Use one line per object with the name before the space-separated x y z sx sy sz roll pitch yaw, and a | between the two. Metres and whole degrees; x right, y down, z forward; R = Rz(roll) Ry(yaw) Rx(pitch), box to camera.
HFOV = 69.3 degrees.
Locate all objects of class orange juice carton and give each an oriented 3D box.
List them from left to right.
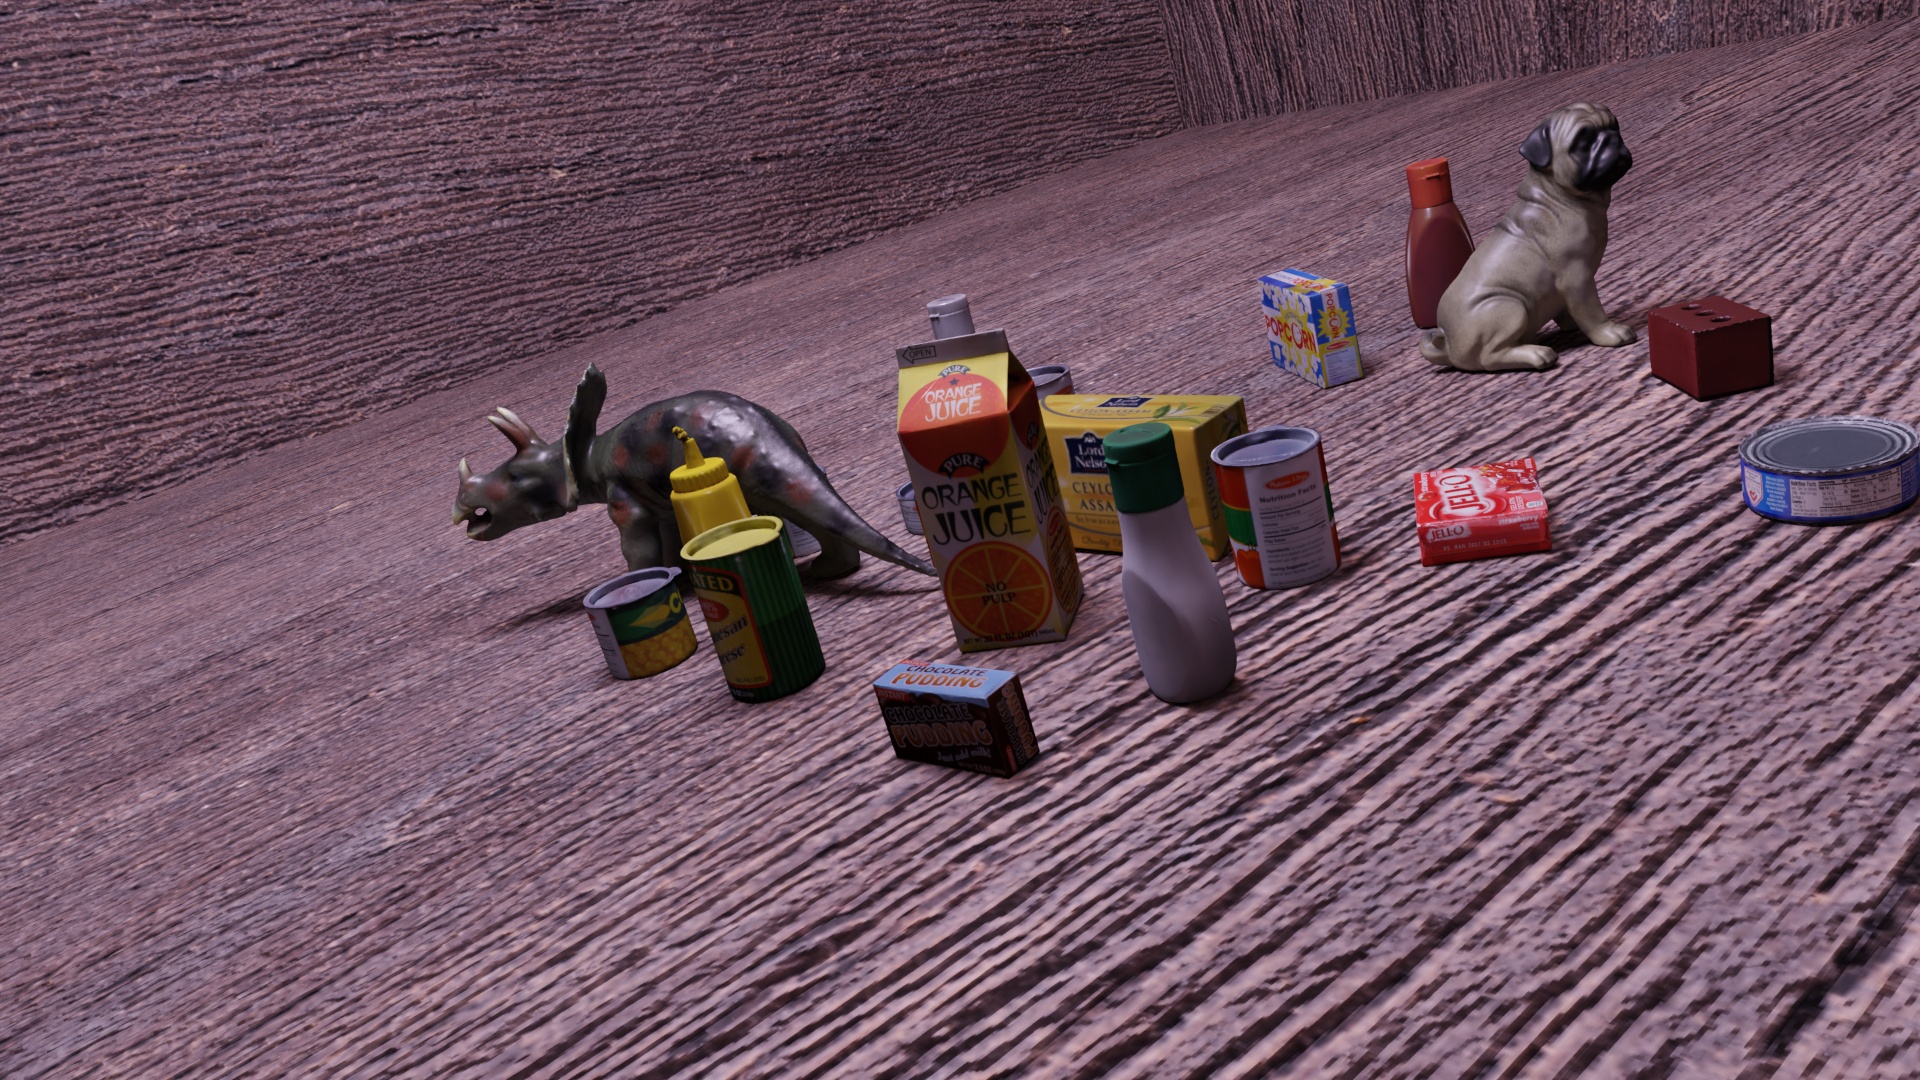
orange juice carton | 0.017 -0.034 0.863 0.072 0.192 0.073 -9 20 19

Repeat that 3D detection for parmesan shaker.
parmesan shaker | -0.130 0.044 0.890 0.071 0.102 0.071 -14 19 5

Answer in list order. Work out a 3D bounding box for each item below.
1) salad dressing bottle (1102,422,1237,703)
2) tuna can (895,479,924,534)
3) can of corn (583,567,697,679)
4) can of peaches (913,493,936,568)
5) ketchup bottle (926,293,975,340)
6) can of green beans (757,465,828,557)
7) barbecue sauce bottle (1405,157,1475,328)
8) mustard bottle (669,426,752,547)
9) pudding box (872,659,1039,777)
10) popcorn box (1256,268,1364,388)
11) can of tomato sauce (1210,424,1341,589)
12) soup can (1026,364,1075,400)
salad dressing bottle | 0.108 0.012 0.734 0.044 0.147 0.064 -23 20 -22
tuna can | -0.015 -0.033 1.125 0.071 0.032 0.071 -14 19 5
can of corn | -0.225 0.058 0.992 0.071 0.058 0.071 -14 19 5
can of peaches | 0.004 -0.013 1.017 0.071 0.058 0.071 -14 19 5
ketchup bottle | 0.005 -0.144 1.241 0.044 0.148 0.064 -30 24 -37
can of green beans | -0.135 -0.024 1.153 0.071 0.057 0.071 -14 19 5
barbecue sauce bottle | 0.438 -0.273 1.274 0.065 0.148 0.044 -12 19 10
mustard bottle | -0.169 -0.006 0.972 0.049 0.159 0.065 -24 21 -25
pudding box | -0.003 0.093 0.741 0.083 0.049 0.030 2 26 41
popcorn box | 0.311 -0.191 1.240 0.038 0.085 0.127 -17 19 -4
can of tomato sauce | 0.195 -0.021 0.858 0.071 0.082 0.071 -14 19 5
soup can | 0.067 -0.098 1.168 0.071 0.083 0.071 -14 19 5
